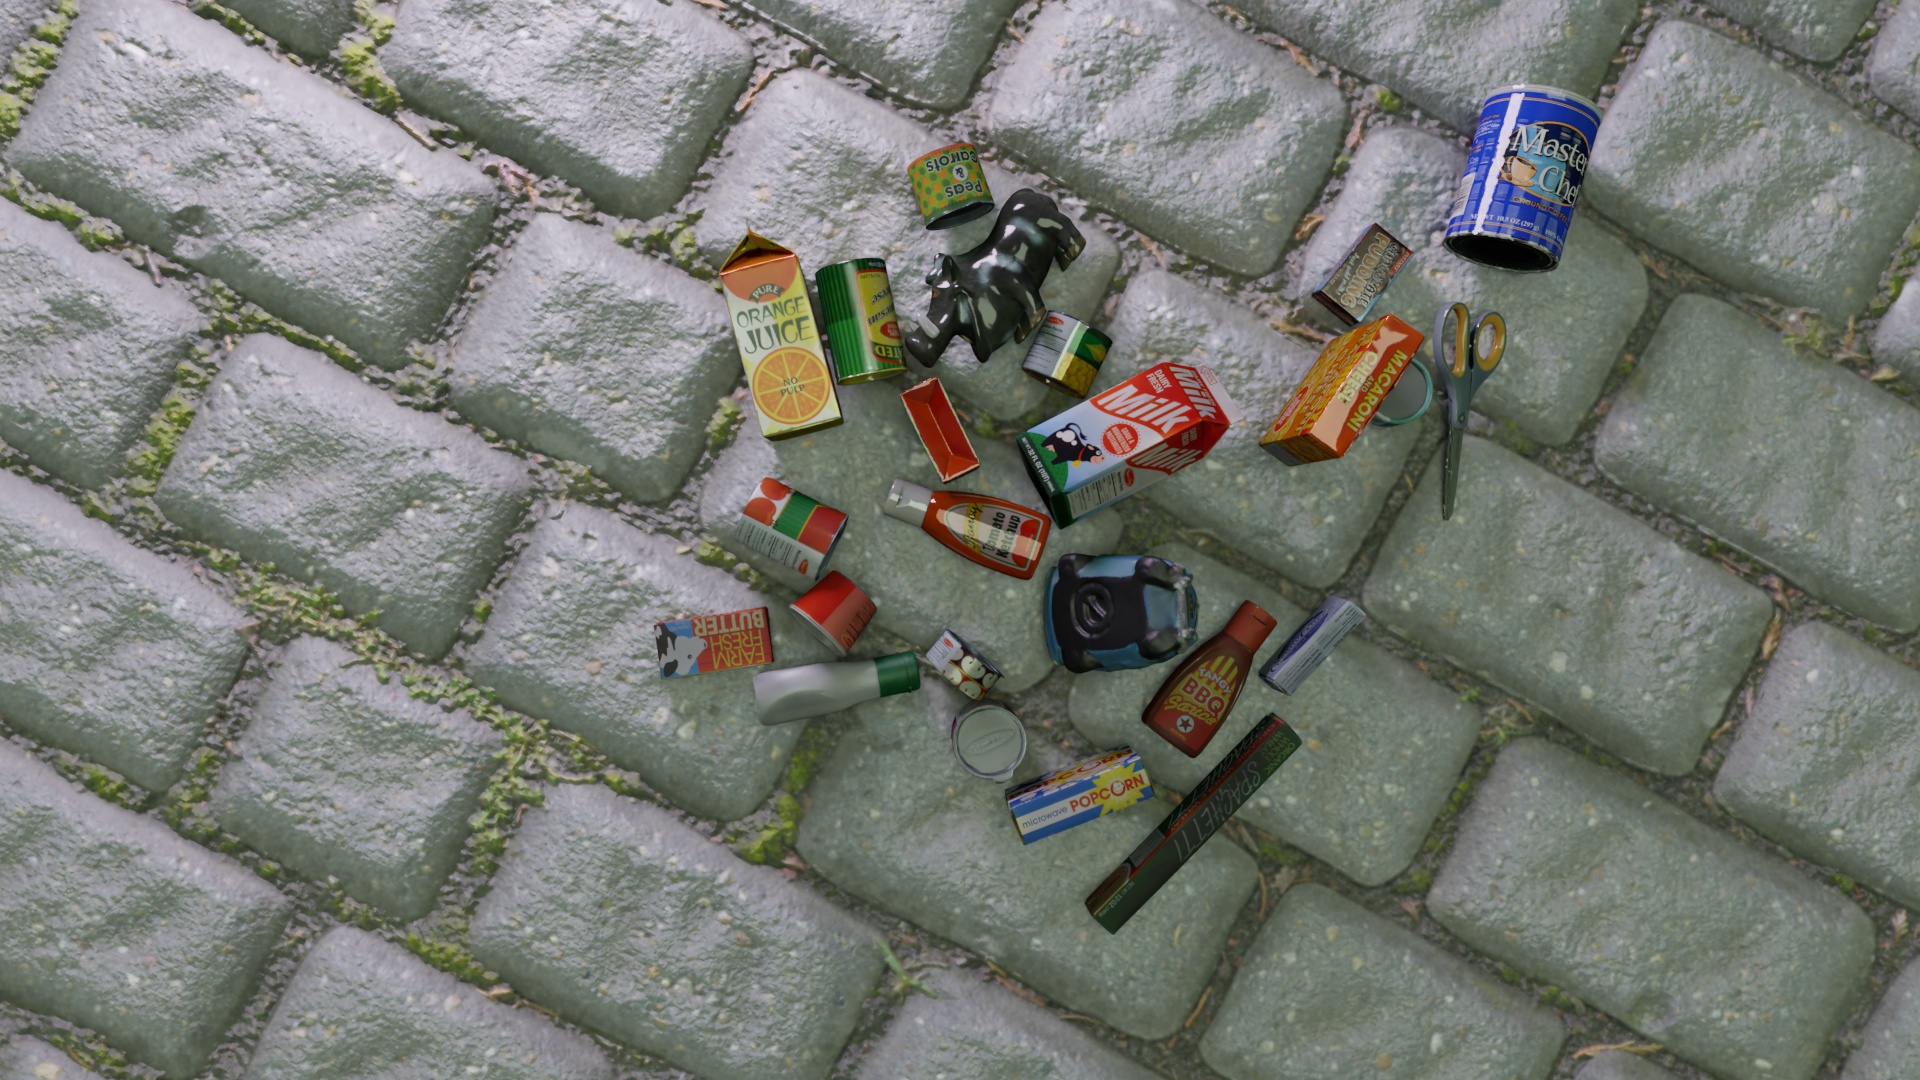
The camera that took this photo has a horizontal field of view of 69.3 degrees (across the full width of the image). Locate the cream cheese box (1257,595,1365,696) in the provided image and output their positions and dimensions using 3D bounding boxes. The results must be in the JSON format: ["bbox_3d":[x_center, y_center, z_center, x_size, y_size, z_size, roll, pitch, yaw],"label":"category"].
[{"bbox_3d":[0.321,0.096,1.273,0.024,0.053,0.104,44,89,-3],"label":"cream cheese box"}]

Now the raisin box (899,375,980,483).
[{"bbox_3d":[-0.017,-0.096,1.227,0.040,0.123,0.086,-27,91,0],"label":"raisin box"}]

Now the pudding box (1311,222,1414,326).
[{"bbox_3d":[0.373,-0.246,1.287,0.049,0.030,0.083,39,89,-2],"label":"pudding box"}]

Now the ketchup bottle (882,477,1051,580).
[{"bbox_3d":[0.005,-0.016,1.268,0.149,0.043,0.065,20,85,-1],"label":"ketchup bottle"}]

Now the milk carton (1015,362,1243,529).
[{"bbox_3d":[0.153,-0.093,1.247,0.191,0.073,0.072,-26,63,-1],"label":"milk carton"}]

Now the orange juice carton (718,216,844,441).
[{"bbox_3d":[-0.165,-0.190,1.248,0.073,0.072,0.192,-15,91,-2],"label":"orange juice carton"}]

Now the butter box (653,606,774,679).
[{"bbox_3d":[-0.224,0.094,1.269,0.103,0.024,0.053,-9,91,-2],"label":"butter box"}]

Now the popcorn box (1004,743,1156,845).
[{"bbox_3d":[0.105,0.227,1.250,0.127,0.085,0.038,-21,90,-1],"label":"popcorn box"}]

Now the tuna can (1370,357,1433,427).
[{"bbox_3d":[0.403,-0.140,1.287,0.071,0.033,0.071,0,90,-2],"label":"tuna can"}]

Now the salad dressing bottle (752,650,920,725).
[{"bbox_3d":[-0.112,0.131,1.257,0.148,0.064,0.044,-10,61,-10],"label":"salad dressing bottle"}]

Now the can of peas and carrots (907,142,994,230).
[{"bbox_3d":[-0.008,-0.320,1.254,0.071,0.071,0.058,-19,90,-2],"label":"can of peas and carrots"}]

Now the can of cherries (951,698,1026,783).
[{"bbox_3d":[0.025,0.182,1.261,0.071,0.058,0.071,0,90,-3],"label":"can of cherries"}]

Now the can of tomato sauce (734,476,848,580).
[{"bbox_3d":[-0.151,-0.012,1.251,0.083,0.071,0.071,26,89,0],"label":"can of tomato sauce"}]

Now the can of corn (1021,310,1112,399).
[{"bbox_3d":[0.098,-0.167,1.261,0.071,0.071,0.058,26,90,-2],"label":"can of corn"}]

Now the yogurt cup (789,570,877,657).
[{"bbox_3d":[-0.113,0.064,1.253,0.072,0.072,0.054,43,77,-2],"label":"yogurt cup"}]

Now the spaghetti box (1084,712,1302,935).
[{"bbox_3d":[0.213,0.258,1.271,0.250,0.050,0.028,-45,94,-2],"label":"spaghetti box"}]

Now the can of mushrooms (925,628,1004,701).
[{"bbox_3d":[0.004,0.114,1.257,0.071,0.071,0.033,40,90,-2],"label":"can of mushrooms"}]

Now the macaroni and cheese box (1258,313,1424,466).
[{"bbox_3d":[0.331,-0.128,1.217,0.040,0.166,0.123,35,89,-2],"label":"macaroni and cheese box"}]

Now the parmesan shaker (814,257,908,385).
[{"bbox_3d":[-0.091,-0.197,1.250,0.071,0.071,0.103,-12,91,-2],"label":"parmesan shaker"}]

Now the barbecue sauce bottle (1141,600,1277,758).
[{"bbox_3d":[0.233,0.124,1.275,0.065,0.043,0.148,37,88,-1],"label":"barbecue sauce bottle"}]
